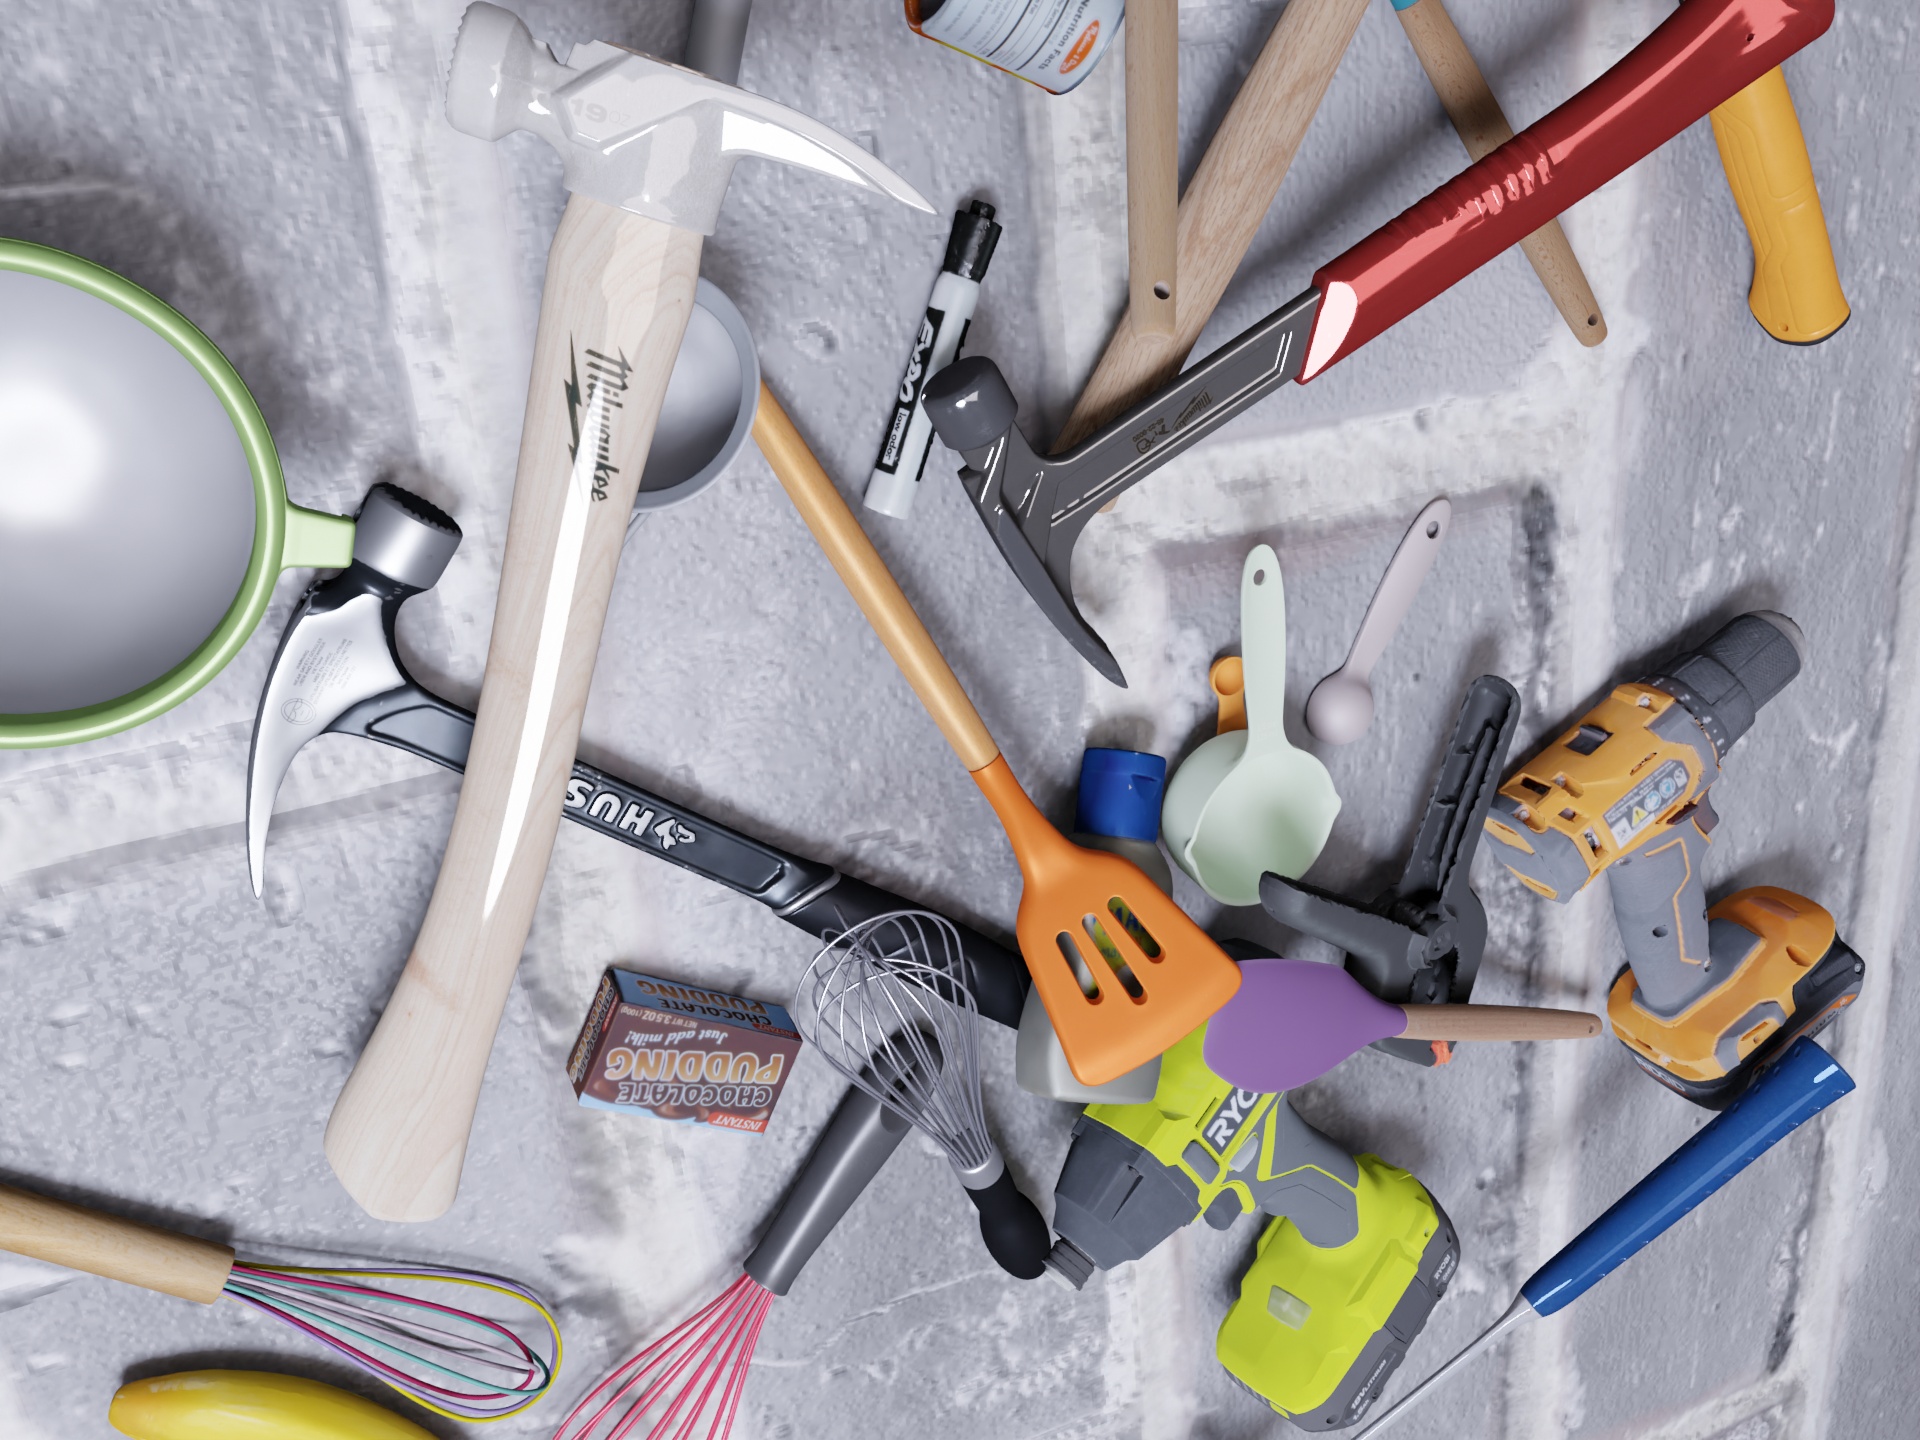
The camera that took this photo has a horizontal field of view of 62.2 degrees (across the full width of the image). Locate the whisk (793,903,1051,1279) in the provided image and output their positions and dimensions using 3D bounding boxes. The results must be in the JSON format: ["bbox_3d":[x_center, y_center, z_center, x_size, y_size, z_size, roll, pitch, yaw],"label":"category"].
[{"bbox_3d":[-0.001,0.170,0.678,0.070,0.070,0.284,-32,135,-10],"label":"whisk"}]

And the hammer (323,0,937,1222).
[{"bbox_3d":[-0.134,-0.006,0.534,0.146,0.038,0.410,14,108,-13],"label":"hammer"}]

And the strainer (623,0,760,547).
[{"bbox_3d":[-0.091,-0.178,0.542,0.087,0.050,0.258,15,100,17],"label":"strainer"}]

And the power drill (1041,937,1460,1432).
[{"bbox_3d":[0.138,0.233,0.755,0.171,0.080,0.223,-50,123,-17],"label":"power drill"}]

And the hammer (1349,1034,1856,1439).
[{"bbox_3d":[0.285,0.306,0.820,0.405,0.035,0.144,-42,151,6],"label":"hammer"}]

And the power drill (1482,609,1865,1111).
[{"bbox_3d":[0.387,0.069,0.823,0.185,0.084,0.226,-39,115,-6],"label":"power drill"}]

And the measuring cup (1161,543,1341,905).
[{"bbox_3d":[0.121,0.000,0.689,0.083,0.038,0.167,-15,116,-22],"label":"measuring cup"}]

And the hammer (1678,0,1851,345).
[{"bbox_3d":[0.317,-0.286,0.646,0.034,0.127,0.336,-43,126,-4],"label":"hammer"}]

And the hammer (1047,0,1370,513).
[{"bbox_3d":[0.115,-0.229,0.586,0.130,0.031,0.331,17,111,-29],"label":"hammer"}]

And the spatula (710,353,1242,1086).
[{"bbox_3d":[-0.001,-0.002,0.616,0.081,0.041,0.322,-33,107,-2],"label":"spatula"}]

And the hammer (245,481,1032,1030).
[{"bbox_3d":[-0.081,0.067,0.641,0.408,0.036,0.149,29,97,-30],"label":"hammer"}]

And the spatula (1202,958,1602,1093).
[{"bbox_3d":[0.220,0.145,0.752,0.315,0.018,0.060,9,94,-40],"label":"spatula"}]

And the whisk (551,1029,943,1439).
[{"bbox_3d":[-0.097,0.261,0.696,0.073,0.073,0.296,38,85,-30],"label":"whisk"}]

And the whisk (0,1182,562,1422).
[{"bbox_3d":[-0.266,0.225,0.616,0.244,0.051,0.047,29,102,-26],"label":"whisk"}]

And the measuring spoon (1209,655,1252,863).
[{"bbox_3d":[0.122,0.023,0.729,0.021,0.011,0.116,-17,118,-21],"label":"measuring spoon"}]

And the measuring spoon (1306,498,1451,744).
[{"bbox_3d":[0.198,-0.044,0.730,0.034,0.018,0.124,21,99,-28],"label":"measuring spoon"}]

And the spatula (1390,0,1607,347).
[{"bbox_3d":[0.196,-0.264,0.633,0.082,0.044,0.317,-42,121,5],"label":"spatula"}]

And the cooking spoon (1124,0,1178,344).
[{"bbox_3d":[0.062,-0.279,0.520,0.068,0.017,0.319,3,84,-23],"label":"cooking spoon"}]

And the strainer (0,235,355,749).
[{"bbox_3d":[-0.308,-0.111,0.455,0.151,0.069,0.256,-34,118,-6],"label":"strainer"}]

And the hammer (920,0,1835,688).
[{"bbox_3d":[0.166,-0.161,0.601,0.359,0.037,0.149,-34,124,3],"label":"hammer"}]
